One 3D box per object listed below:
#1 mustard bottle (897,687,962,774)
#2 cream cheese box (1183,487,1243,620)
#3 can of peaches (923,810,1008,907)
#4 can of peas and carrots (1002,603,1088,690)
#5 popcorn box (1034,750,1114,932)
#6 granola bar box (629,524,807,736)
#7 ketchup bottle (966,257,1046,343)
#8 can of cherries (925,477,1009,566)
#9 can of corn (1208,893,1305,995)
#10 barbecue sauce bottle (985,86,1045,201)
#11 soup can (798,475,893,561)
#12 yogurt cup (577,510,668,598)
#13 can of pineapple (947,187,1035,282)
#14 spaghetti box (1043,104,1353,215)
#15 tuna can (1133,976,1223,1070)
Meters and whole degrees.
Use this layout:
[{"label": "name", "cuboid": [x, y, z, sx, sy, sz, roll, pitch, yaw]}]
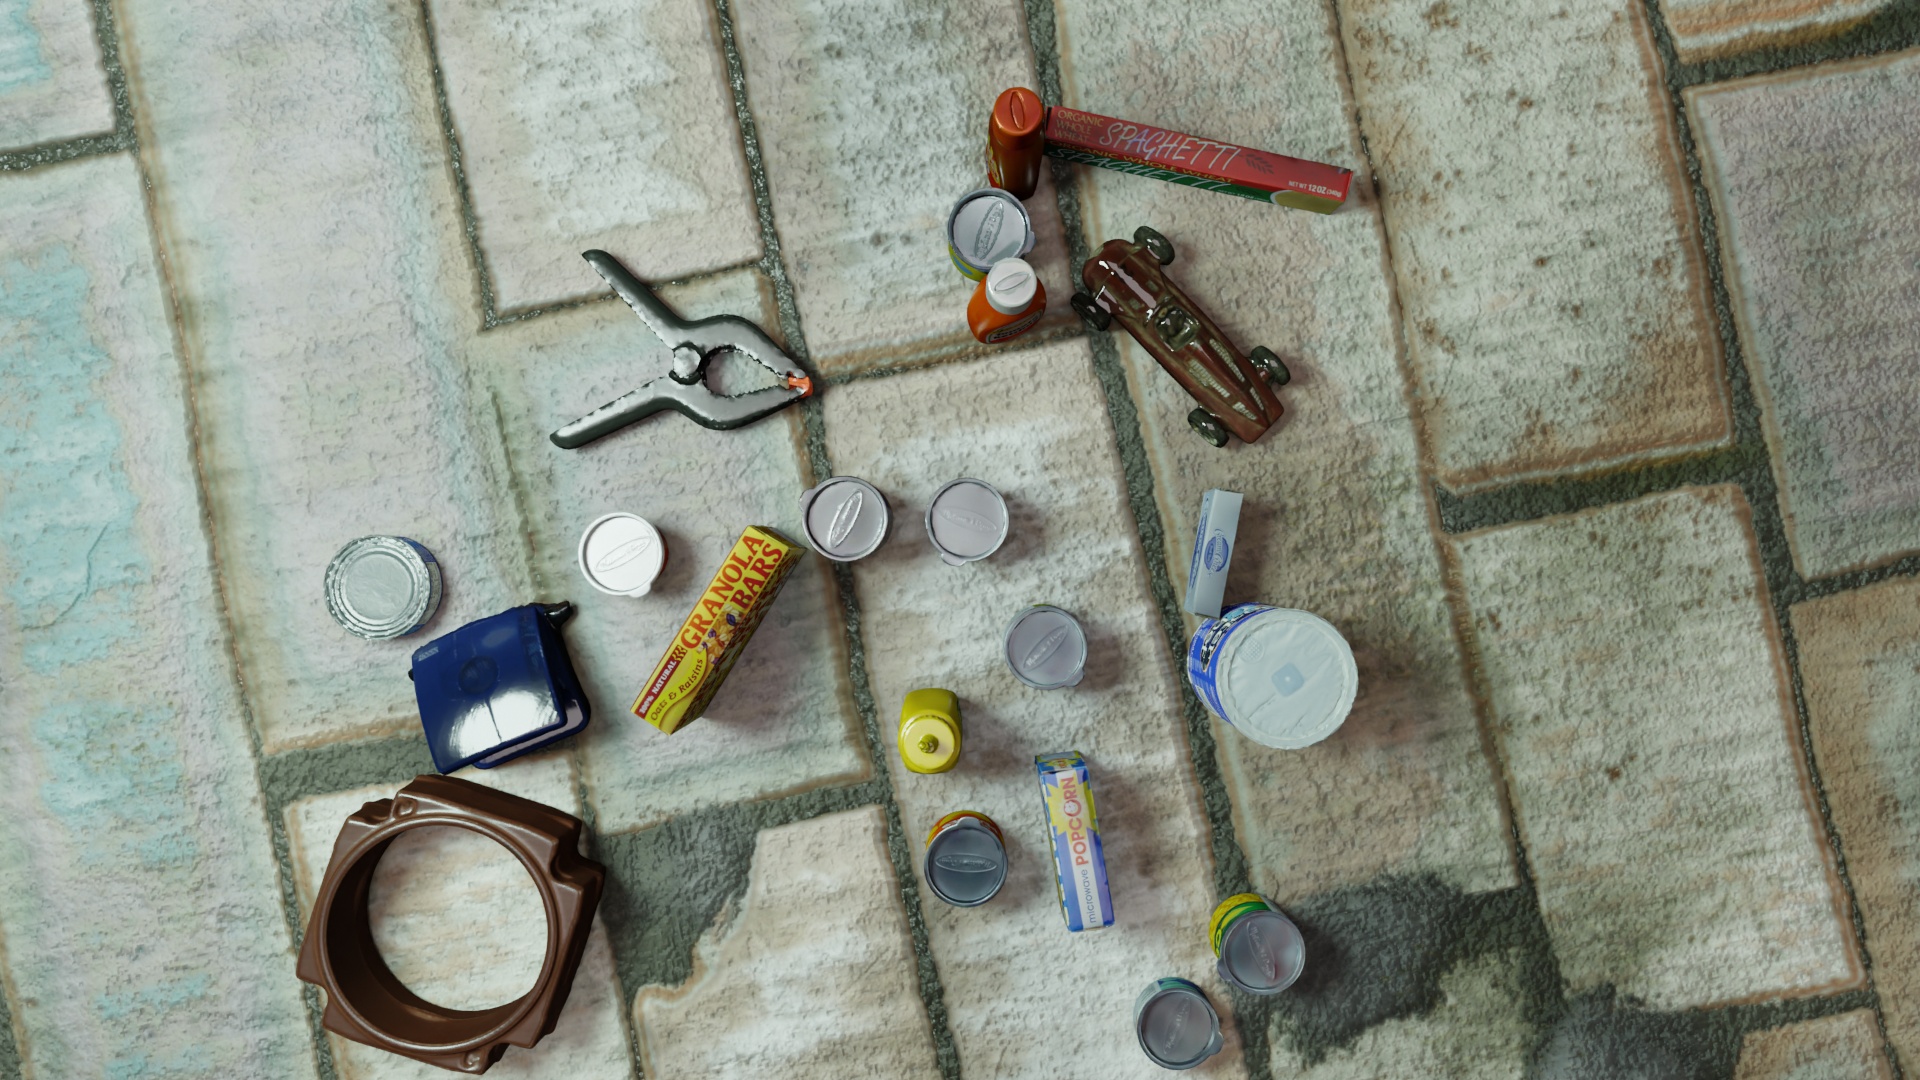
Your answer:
[{"label": "mustard bottle", "cuboid": [-0.023, 0.150, 1.062, 0.049, 0.160, 0.065, -2, 90, 0]}, {"label": "cream cheese box", "cuboid": [0.203, 0.010, 1.118, 0.024, 0.053, 0.103, 11, 89, 0]}, {"label": "can of peaches", "cuboid": [0.005, 0.251, 1.112, 0.071, 0.058, 0.071, 0, 89, 0]}, {"label": "can of peas and carrots", "cuboid": [0.069, 0.086, 1.114, 0.071, 0.059, 0.071, 0, 89, 0]}, {"label": "popcorn box", "cuboid": [0.089, 0.236, 1.099, 0.038, 0.085, 0.126, -10, 89, 0]}, {"label": "granola bar box", "cuboid": [-0.185, 0.066, 1.081, 0.039, 0.124, 0.165, 32, 89, 0]}, {"label": "ketchup bottle", "cuboid": [0.037, -0.187, 1.073, 0.065, 0.149, 0.043, -25, 90, 0]}, {"label": "can of cherries", "cuboid": [0.004, -0.014, 1.116, 0.071, 0.058, 0.071, 0, 89, 0]}, {"label": "can of corn", "cuboid": [0.233, 0.322, 1.111, 0.071, 0.058, 0.071, 0, 89, 0]}, {"label": "barbecue sauce bottle", "cuboid": [0.042, -0.310, 1.075, 0.044, 0.148, 0.065, -9, 90, 0]}, {"label": "soup can", "cuboid": [-0.090, -0.018, 1.103, 0.071, 0.084, 0.071, 0, 90, 0]}, {"label": "yogurt cup", "cuboid": [-0.267, 0.010, 1.117, 0.072, 0.054, 0.072, 0, 89, 0]}, {"label": "can of pineapple", "cuboid": [0.024, -0.244, 1.120, 0.071, 0.058, 0.071, 0, 89, 0]}, {"label": "spaghetti box", "cuboid": [0.187, -0.307, 1.125, 0.250, 0.050, 0.028, 12, 90, 0]}, {"label": "tuna can", "cuboid": [0.176, 0.390, 1.123, 0.071, 0.033, 0.071, 0, 89, 0]}]
